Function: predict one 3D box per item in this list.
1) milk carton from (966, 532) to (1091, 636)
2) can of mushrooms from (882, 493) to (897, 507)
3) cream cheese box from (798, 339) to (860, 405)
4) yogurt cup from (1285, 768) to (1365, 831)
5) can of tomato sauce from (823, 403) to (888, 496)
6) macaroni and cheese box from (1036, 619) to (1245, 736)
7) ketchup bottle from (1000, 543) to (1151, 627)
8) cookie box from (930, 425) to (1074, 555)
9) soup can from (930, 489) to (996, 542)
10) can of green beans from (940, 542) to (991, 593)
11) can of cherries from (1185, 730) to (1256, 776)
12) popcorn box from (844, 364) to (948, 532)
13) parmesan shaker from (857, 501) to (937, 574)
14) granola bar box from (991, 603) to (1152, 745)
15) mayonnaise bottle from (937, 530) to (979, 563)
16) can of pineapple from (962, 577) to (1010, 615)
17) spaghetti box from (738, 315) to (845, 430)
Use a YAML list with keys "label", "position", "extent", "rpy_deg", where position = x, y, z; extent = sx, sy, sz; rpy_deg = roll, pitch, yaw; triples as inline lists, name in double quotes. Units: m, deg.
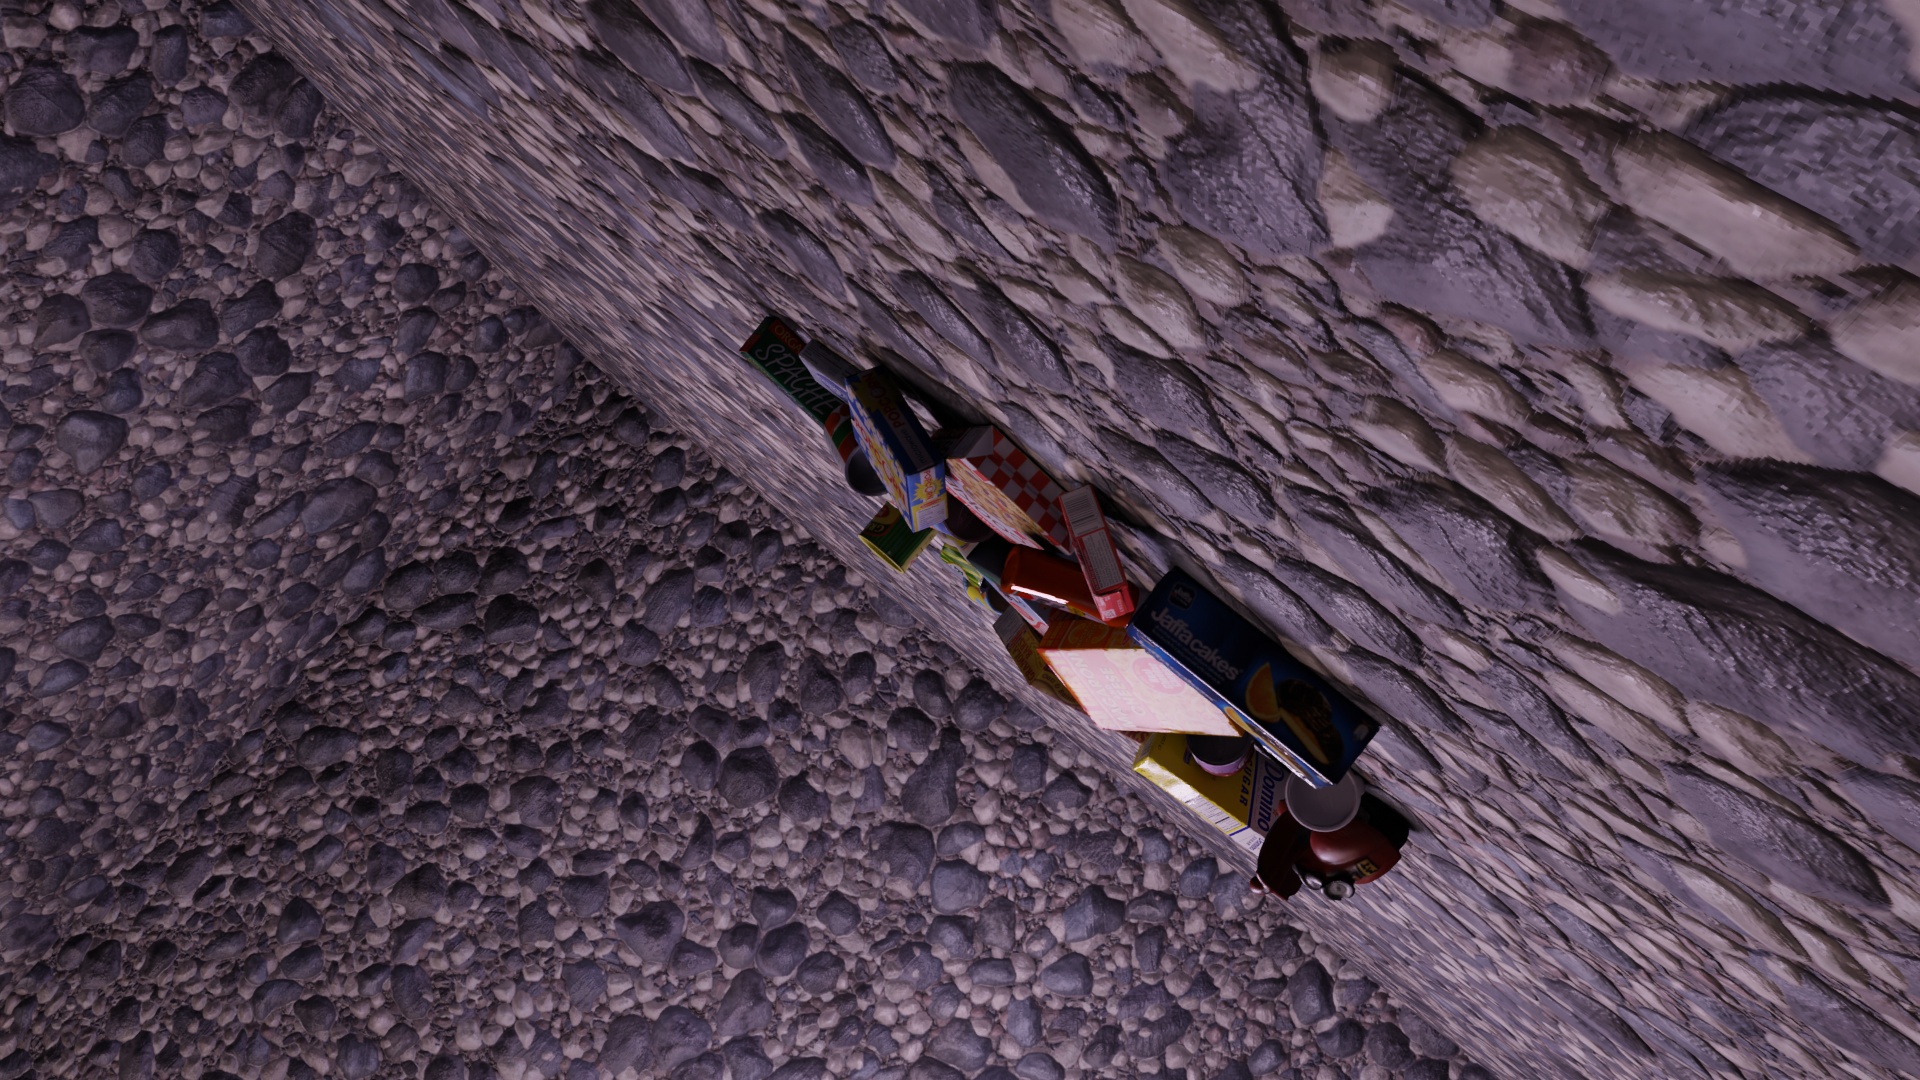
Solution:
- label: "milk carton"
  position: [0.099, 0.057, 1.362]
  extent: [0.190, 0.072, 0.073]
  rpy_deg: [45, 172, -34]
- label: "can of mushrooms"
  position: [-0.055, -0.066, 1.409]
  extent: [0.033, 0.071, 0.071]
  rpy_deg: [43, 172, -26]
- label: "cream cheese box"
  position: [-0.107, -0.150, 1.338]
  extent: [0.104, 0.024, 0.053]
  rpy_deg: [36, 172, 25]
- label: "yogurt cup"
  position: [0.336, 0.235, 1.297]
  extent: [0.072, 0.072, 0.054]
  rpy_deg: [39, 180, 9]
- label: "can of tomato sauce"
  position: [-0.092, -0.093, 1.377]
  extent: [0.071, 0.071, 0.083]
  rpy_deg: [46, -173, -38]
- label: "macaroni and cheese box"
  position: [0.169, 0.125, 1.276]
  extent: [0.166, 0.040, 0.123]
  rpy_deg: [-5, 132, 46]
- label: "ketchup bottle"
  position: [0.111, 0.045, 1.181]
  extent: [0.149, 0.043, 0.064]
  rpy_deg: [18, 177, -8]
- label: "cookie box"
  position: [0.035, -0.045, 1.205]
  extent: [0.123, 0.040, 0.167]
  rpy_deg: [42, 172, -14]
- label: "soup can"
  position: [-0.004, -0.038, 1.330]
  extent: [0.071, 0.071, 0.084]
  rpy_deg: [43, 172, -22]
- label: "can of green beans"
  position: [0.020, 0.011, 1.501]
  extent: [0.058, 0.071, 0.071]
  rpy_deg: [38, 172, 16]
- label: "can of cherries"
  position: [0.272, 0.207, 1.436]
  extent: [0.071, 0.071, 0.058]
  rpy_deg: [36, 171, 25]
- label: "popcorn box"
  position: [-0.055, -0.081, 1.217]
  extent: [0.127, 0.038, 0.084]
  rpy_deg: [58, 165, 32]
- label: "parmesan shaker"
  position: [-0.055, -0.023, 1.523]
  extent: [0.071, 0.103, 0.071]
  rpy_deg: [39, 171, 7]
- label: "granola bar box"
  position: [0.124, 0.140, 1.474]
  extent: [0.165, 0.039, 0.124]
  rpy_deg: [30, -166, -29]
- label: "mayonnaise bottle"
  position: [0.005, -0.018, 1.425]
  extent: [0.041, 0.064, 0.148]
  rpy_deg: [14, -171, -29]
- label: "can of pineapple"
  position: [0.043, 0.048, 1.605]
  extent: [0.071, 0.071, 0.058]
  rpy_deg: [44, 171, -27]
- label: "spaghetti box"
  position: [-0.121, -0.129, 1.432]
  extent: [0.249, 0.050, 0.029]
  rpy_deg: [43, 169, -23]
